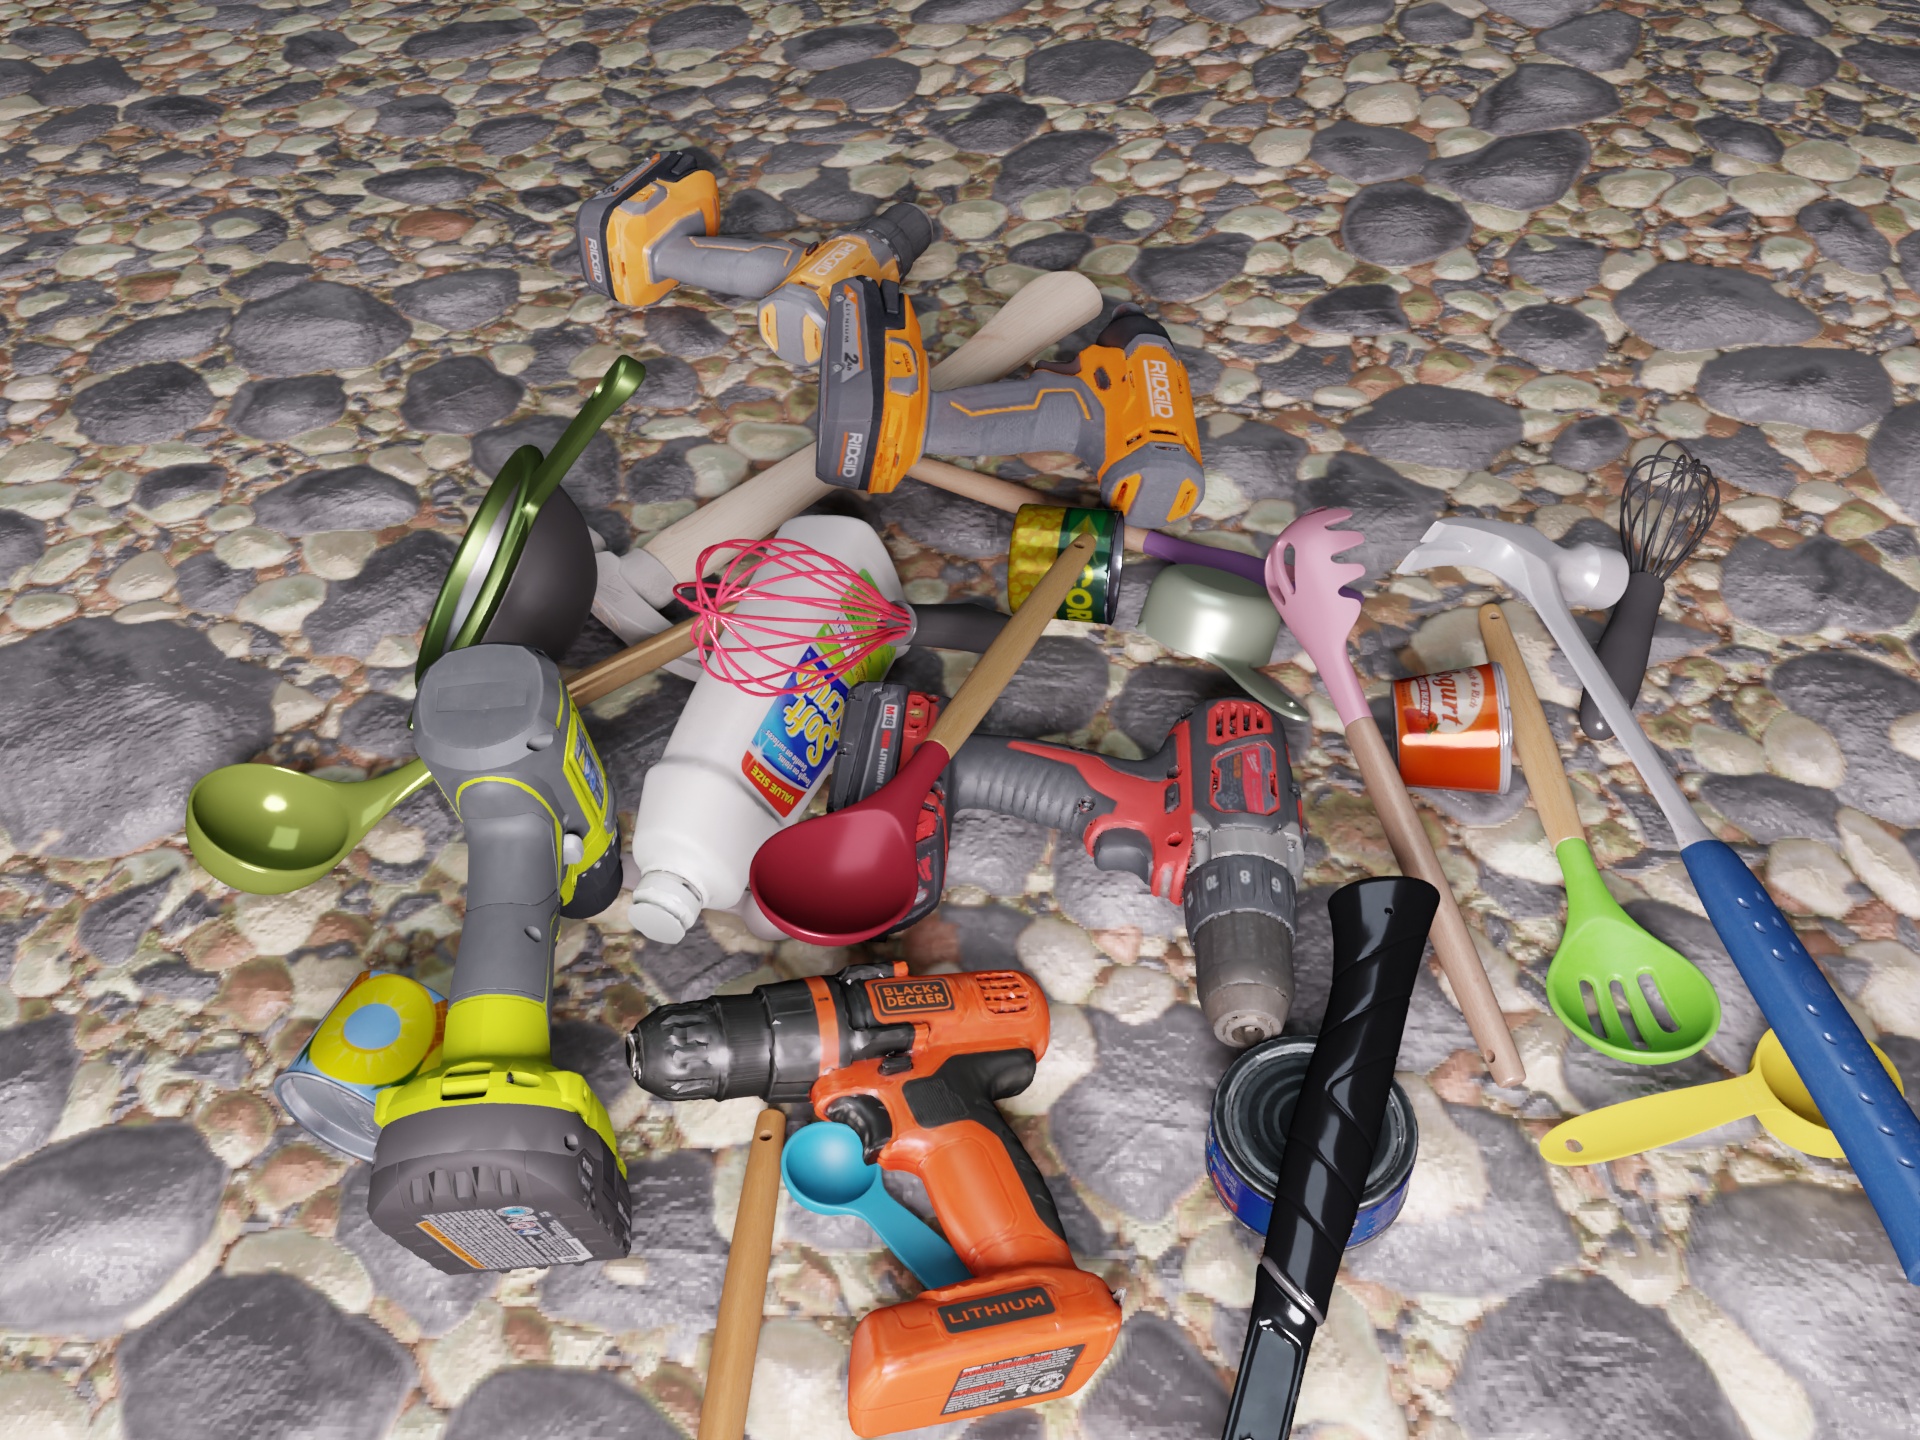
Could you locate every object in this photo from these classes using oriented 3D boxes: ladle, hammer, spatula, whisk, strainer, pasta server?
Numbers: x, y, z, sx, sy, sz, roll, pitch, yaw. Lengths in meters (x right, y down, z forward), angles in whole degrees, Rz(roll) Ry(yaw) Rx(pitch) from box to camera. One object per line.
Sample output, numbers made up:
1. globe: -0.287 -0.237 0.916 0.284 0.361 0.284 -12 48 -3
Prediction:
1. ladle: -0.001 -0.002 0.748 0.069 0.031 0.315 25 47 12
2. hammer: 0.322 0.050 0.711 0.144 0.035 0.406 9 44 -25
3. hammer: -0.054 -0.172 1.002 0.410 0.038 0.146 -38 55 -24
4. hammer: 0.120 0.227 0.575 0.149 0.036 0.409 15 56 15
5. spatula: -0.091 0.278 0.571 0.081 0.041 0.323 0 44 5
6. whisk: -0.041 -0.048 0.787 0.073 0.073 0.295 24 12 25
7. spatula: 0.090 -0.116 0.969 0.316 0.018 0.060 22 36 24
8. strainer: -0.212 -0.099 0.854 0.069 0.256 0.152 25 46 -27
9. pasta server: 0.209 0.025 0.770 0.040 0.060 0.317 -1 57 -24
10. ladle: -0.241 -0.003 0.830 0.320 0.062 0.078 -28 58 -15
11. whisk: 0.383 -0.076 0.892 0.055 0.055 0.239 18 53 20

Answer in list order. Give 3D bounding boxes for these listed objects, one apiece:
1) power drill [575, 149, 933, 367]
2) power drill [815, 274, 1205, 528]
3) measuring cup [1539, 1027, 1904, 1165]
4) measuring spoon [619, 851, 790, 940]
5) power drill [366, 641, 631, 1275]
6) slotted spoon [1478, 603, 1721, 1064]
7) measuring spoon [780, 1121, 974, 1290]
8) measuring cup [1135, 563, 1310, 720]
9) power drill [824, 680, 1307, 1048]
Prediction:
1. power drill: -0.146 -0.355 1.187 0.226 0.084 0.185 22 50 18
2. power drill: 0.030 -0.202 0.960 0.226 0.084 0.164 5 54 -9
3. measuring cup: 0.314 0.167 0.666 0.156 0.029 0.062 -13 45 -5
4. measuring spoon: -0.132 0.080 0.788 0.124 0.018 0.034 13 47 17
5. power drill: -0.181 0.106 0.671 0.080 0.190 0.229 -5 59 -2
6. slotted spoon: 0.299 0.044 0.790 0.070 0.031 0.314 -6 42 7
7. measuring spoon: -0.024 0.216 0.650 0.129 0.021 0.042 38 43 23
8. measuring cup: 0.149 -0.044 0.834 0.083 0.038 0.168 9 19 -17
9. power drill: 0.051 0.065 0.755 0.226 0.080 0.188 3 45 3
